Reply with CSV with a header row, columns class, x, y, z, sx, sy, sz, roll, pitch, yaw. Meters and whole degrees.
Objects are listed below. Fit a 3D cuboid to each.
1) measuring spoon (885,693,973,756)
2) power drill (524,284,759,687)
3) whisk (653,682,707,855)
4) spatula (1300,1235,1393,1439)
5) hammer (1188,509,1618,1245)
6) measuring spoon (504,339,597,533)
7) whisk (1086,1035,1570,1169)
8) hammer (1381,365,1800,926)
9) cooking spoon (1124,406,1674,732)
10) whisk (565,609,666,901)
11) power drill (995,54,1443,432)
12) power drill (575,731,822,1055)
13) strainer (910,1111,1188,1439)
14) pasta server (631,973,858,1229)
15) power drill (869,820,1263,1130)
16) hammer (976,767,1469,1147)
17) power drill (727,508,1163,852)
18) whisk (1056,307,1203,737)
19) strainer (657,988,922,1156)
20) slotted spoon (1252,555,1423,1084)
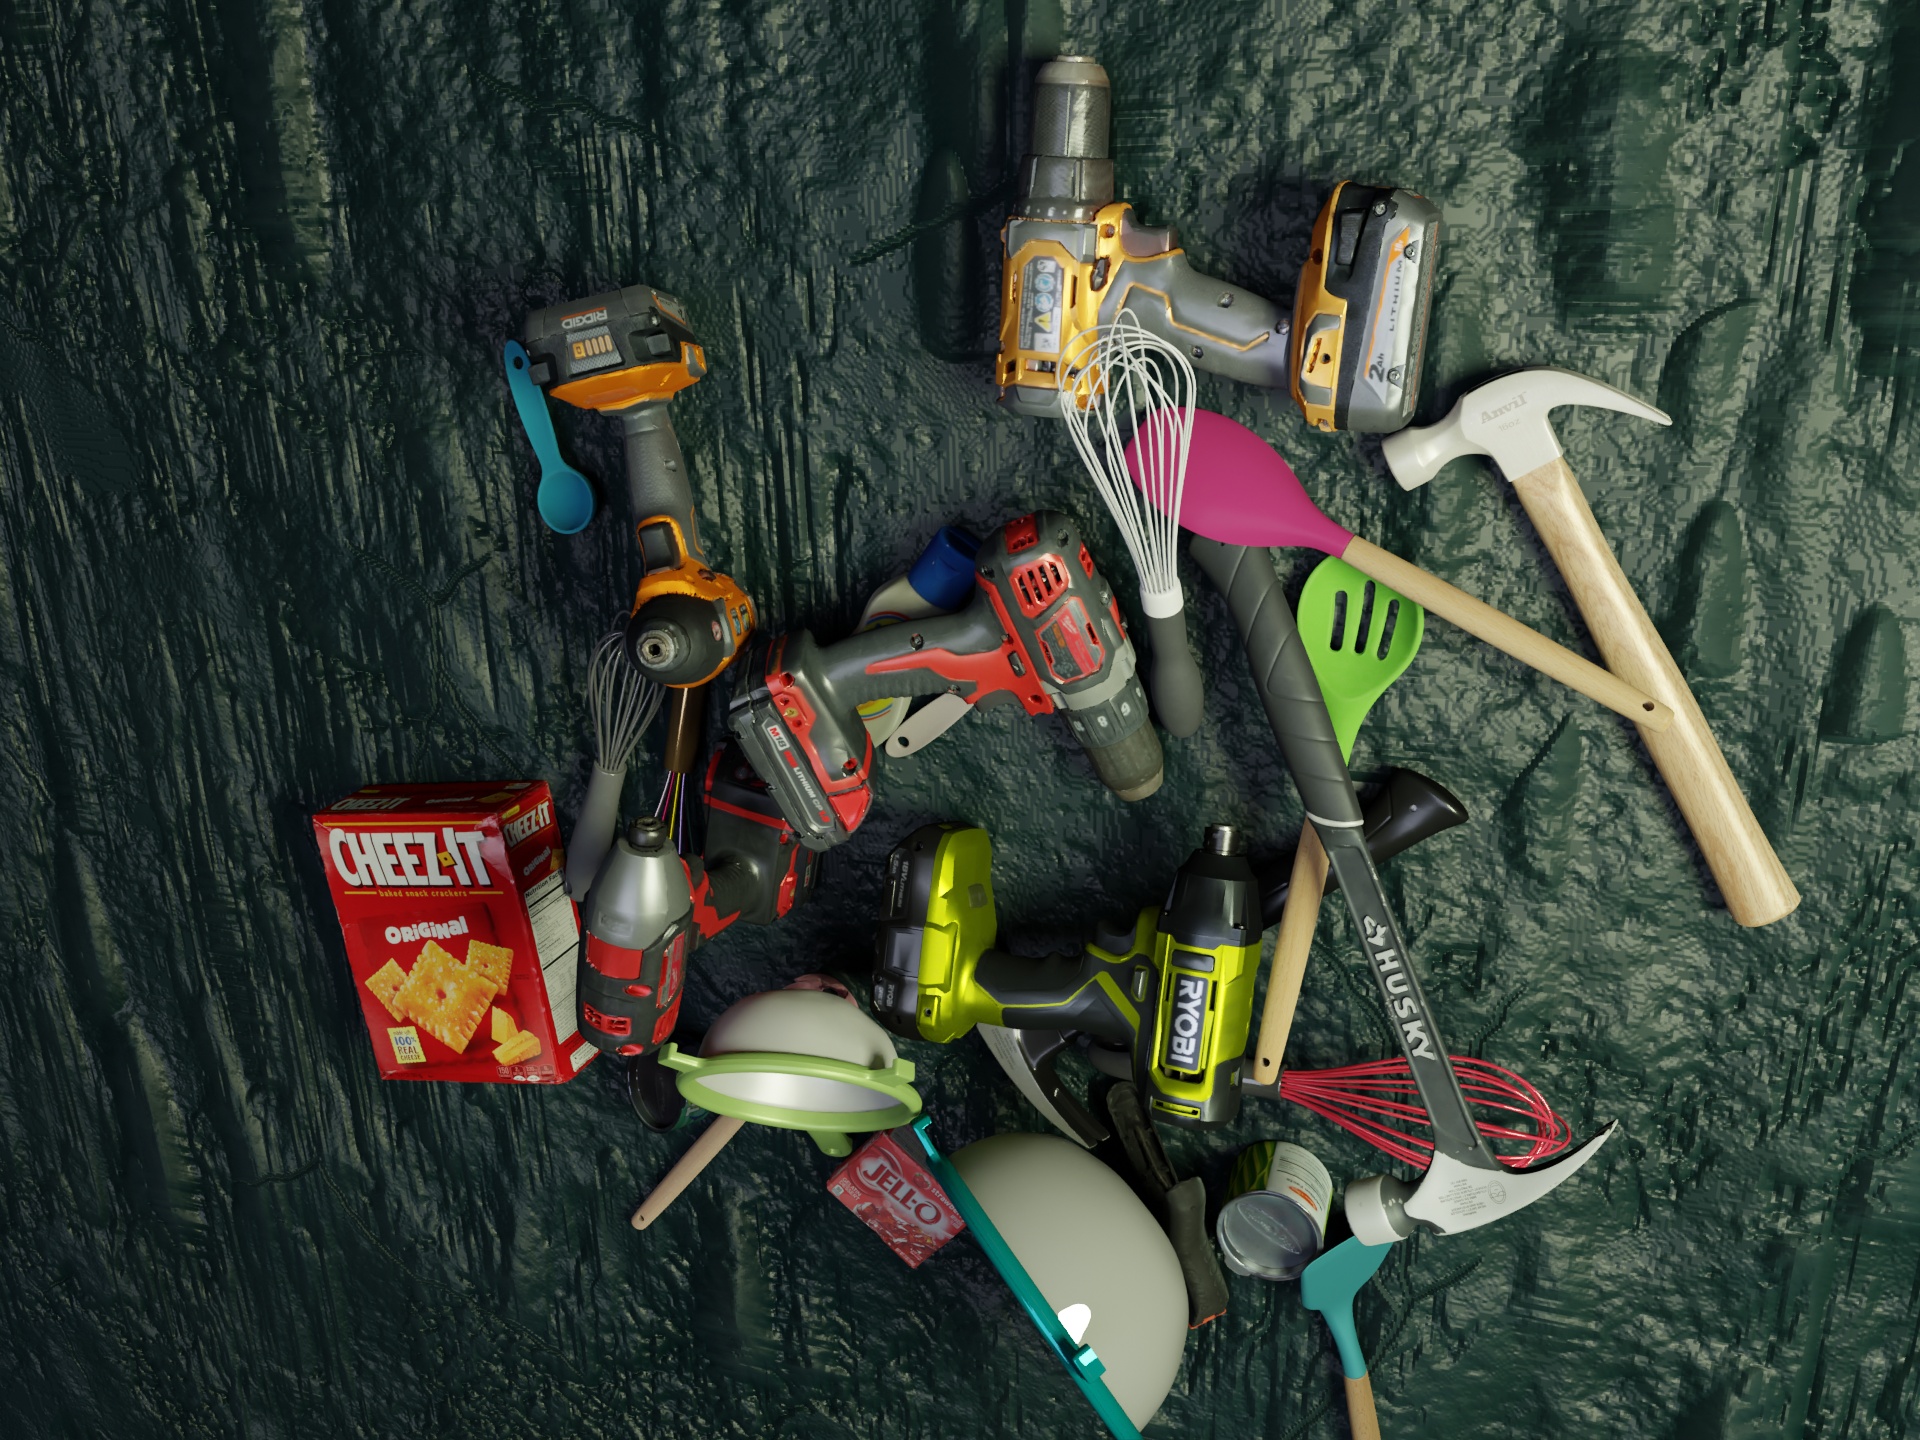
class,x,y,z,sx,sy,sz,roll,pitch,yaw
measuring spoon,-0.004,-0.012,0.996,0.034,0.018,0.124,47,124,-9
power drill,-0.180,-0.130,0.924,0.084,0.164,0.226,-13,100,4
whisk,-0.190,0.053,1.070,0.051,0.047,0.245,17,111,15
spatula,0.269,0.457,1.050,0.044,0.082,0.317,25,132,61
hammer,0.213,0.070,0.859,0.149,0.036,0.409,-25,79,32
measuring spoon,-0.264,-0.183,1.026,0.042,0.021,0.128,-17,94,24
whisk,0.218,0.226,0.978,0.296,0.073,0.073,5,111,24
hammer,0.360,-0.036,0.844,0.130,0.031,0.331,-27,99,27
cooking spoon,0.229,-0.080,0.847,0.319,0.017,0.069,32,79,14
whisk,-0.240,0.030,1.078,0.055,0.055,0.238,26,120,9
power drill,0.128,-0.244,0.826,0.226,0.084,0.185,10,111,21
power drill,-0.158,0.093,0.971,0.078,0.220,0.143,16,114,13
strainer,0.095,0.365,1.014,0.095,0.211,0.340,-36,137,-8
pasta server,-0.163,0.283,1.147,0.060,0.040,0.316,47,119,12
power drill,0.066,0.134,0.950,0.223,0.080,0.171,8,93,24
hammer,0.155,0.132,0.963,0.334,0.035,0.146,-35,75,23
power drill,-0.001,-0.003,0.935,0.226,0.080,0.187,-22,117,11
whisk,0.104,-0.093,0.855,0.070,0.070,0.284,2,137,19
strainer,-0.093,0.228,1.032,0.151,0.069,0.256,3,154,5
slotted spoon,0.202,0.058,0.902,0.070,0.031,0.313,14,100,24
